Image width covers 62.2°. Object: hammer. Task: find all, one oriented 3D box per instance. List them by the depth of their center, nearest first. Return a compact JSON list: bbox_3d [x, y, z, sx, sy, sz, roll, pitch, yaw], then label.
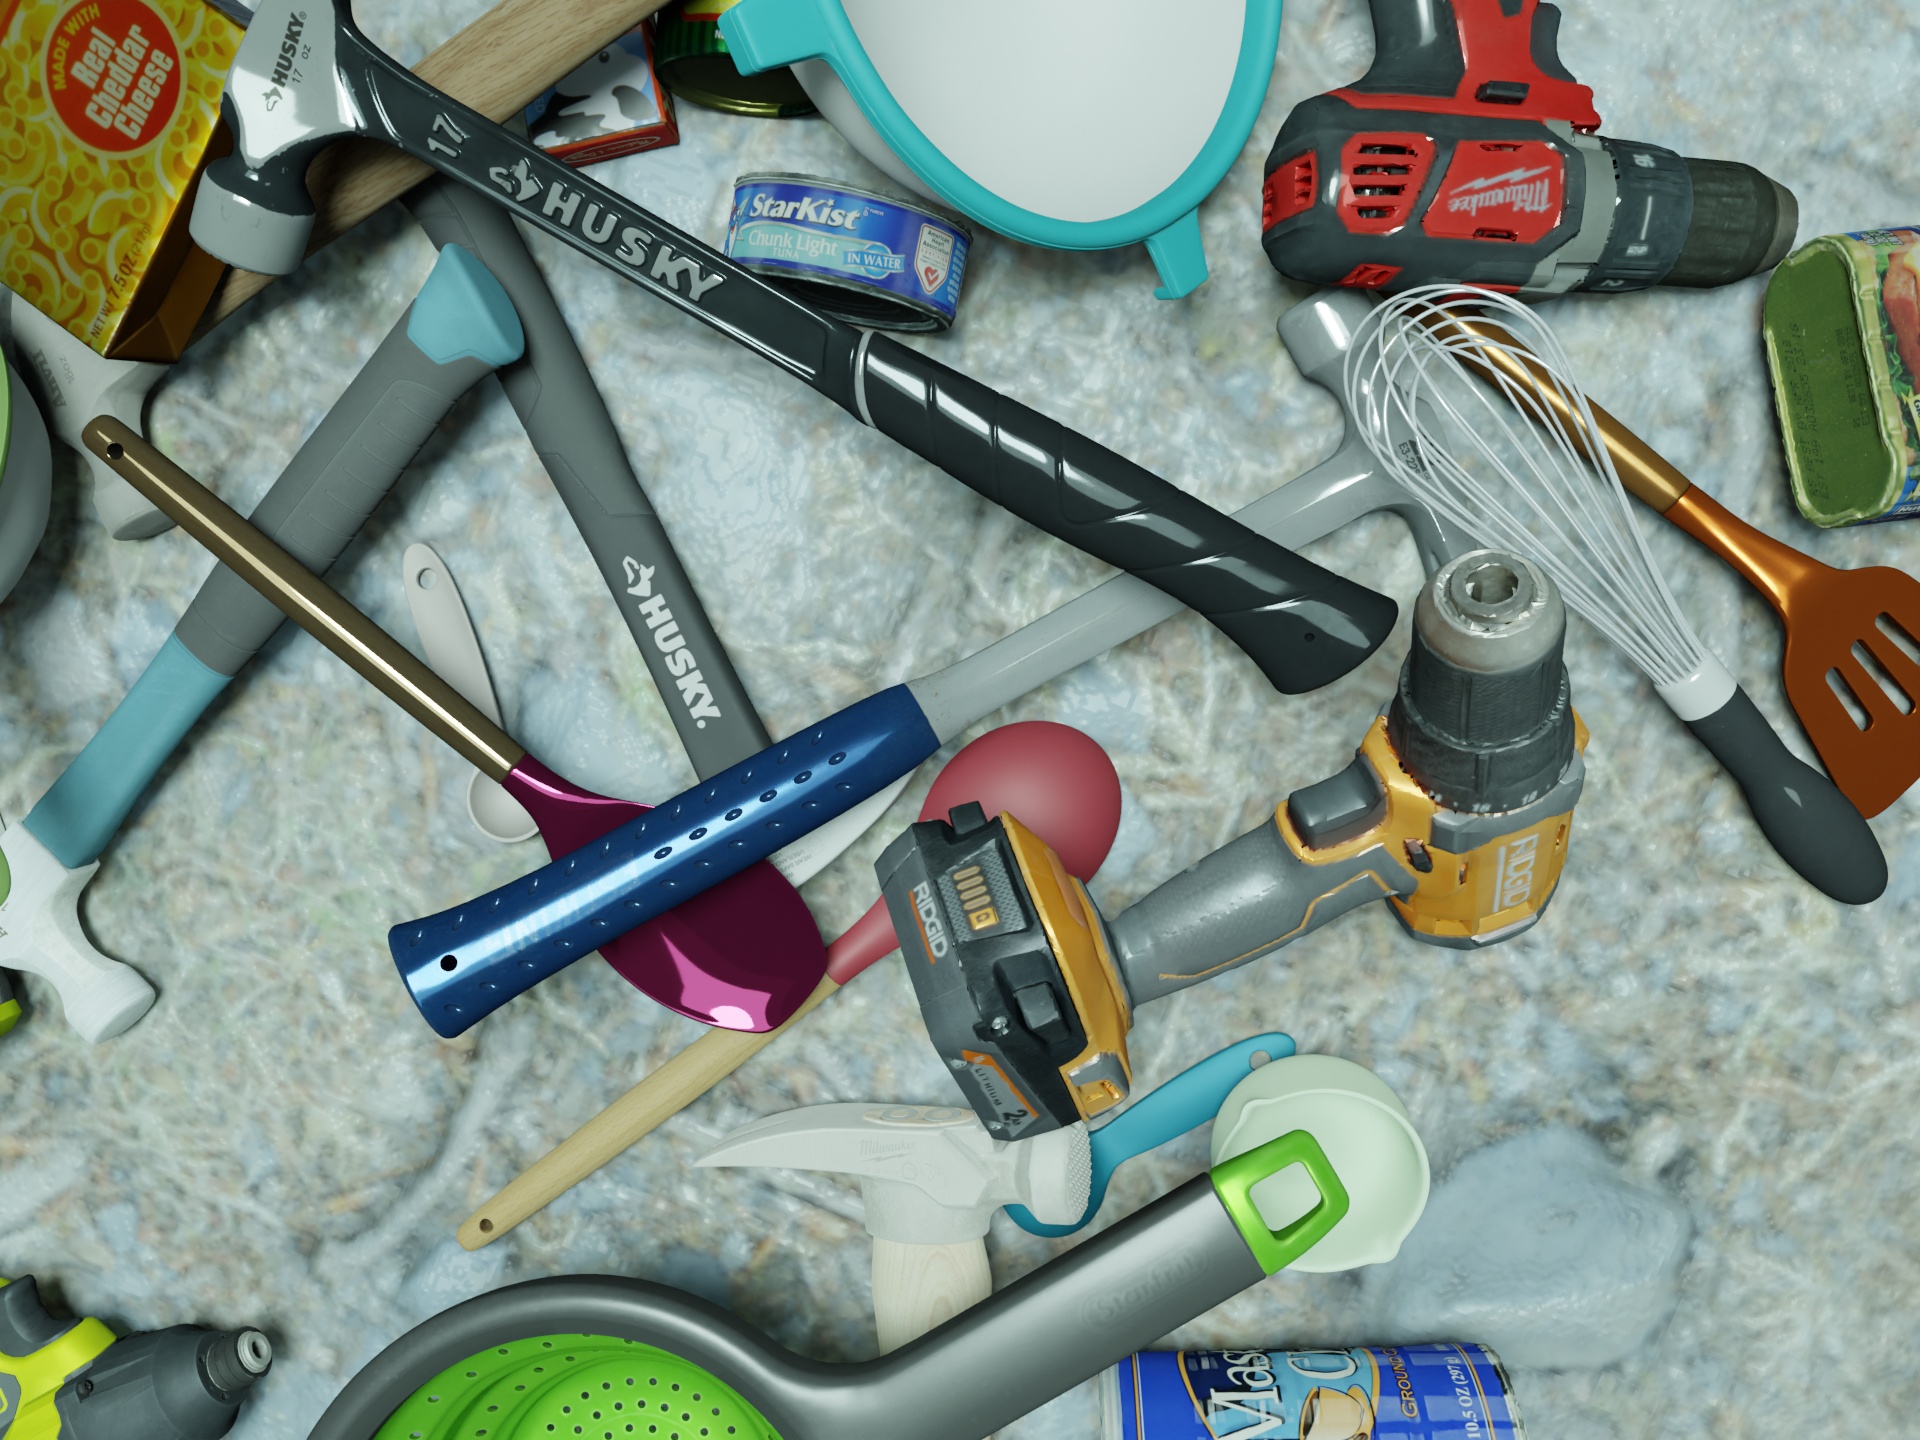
[{"bbox_3d":[-0.043,-0.124,0.510,0.409,0.036,0.149,29,114,-2],"label":"hammer"},{"bbox_3d":[-0.001,-0.002,0.554,0.405,0.035,0.144,-29,91,-7],"label":"hammer"},{"bbox_3d":[-0.215,-0.199,0.567,0.331,0.031,0.130,-28,89,17],"label":"hammer"},{"bbox_3d":[-0.272,-0.035,0.593,0.128,0.033,0.331,43,102,2],"label":"hammer"},{"bbox_3d":[-0.130,-0.088,0.596,0.146,0.035,0.335,-26,90,5],"label":"hammer"},{"bbox_3d":[-0.014,0.347,0.600,0.146,0.038,0.410,-2,95,17],"label":"hammer"}]

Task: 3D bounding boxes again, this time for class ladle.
[{"bbox_3d":[-0.070,0.109,0.606,0.315,0.031,0.069,-37,90,6],"label":"ladle"}]

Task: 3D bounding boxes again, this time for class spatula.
[{"bbox_3d":[0.236,-0.094,0.577,0.322,0.041,0.081,41,93,6],"label":"spatula"}]

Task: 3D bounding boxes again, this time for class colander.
[{"bbox_3d":[-0.051,0.245,0.546,0.397,0.094,0.204,-30,85,0],"label":"colander"}]

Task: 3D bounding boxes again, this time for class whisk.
[{"bbox_3d":[0.233,-0.035,0.548,0.070,0.070,0.284,-43,102,5],"label":"whisk"}]

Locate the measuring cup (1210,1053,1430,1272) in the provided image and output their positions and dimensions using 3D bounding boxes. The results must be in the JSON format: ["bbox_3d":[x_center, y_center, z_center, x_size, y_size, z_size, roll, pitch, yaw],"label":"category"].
[{"bbox_3d":[0.095,0.185,0.593,0.167,0.038,0.083,-39,102,17],"label":"measuring cup"}]

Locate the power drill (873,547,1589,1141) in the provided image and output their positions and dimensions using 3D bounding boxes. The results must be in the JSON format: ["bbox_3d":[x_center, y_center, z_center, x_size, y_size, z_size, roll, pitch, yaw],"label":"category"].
[{"bbox_3d":[0.091,0.041,0.508,0.226,0.185,0.084,-21,55,0],"label":"power drill"}]

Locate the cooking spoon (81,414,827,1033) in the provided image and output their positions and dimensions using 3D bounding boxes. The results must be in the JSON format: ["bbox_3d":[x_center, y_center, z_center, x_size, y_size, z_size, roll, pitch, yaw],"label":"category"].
[{"bbox_3d":[-0.178,0.000,0.565,0.319,0.017,0.068,40,100,-6],"label":"cooking spoon"}]

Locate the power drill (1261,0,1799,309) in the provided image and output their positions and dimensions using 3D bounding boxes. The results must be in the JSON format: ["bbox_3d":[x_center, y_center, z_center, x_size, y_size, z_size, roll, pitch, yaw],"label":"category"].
[{"bbox_3d":[0.199,-0.254,0.539,0.188,0.080,0.226,0,94,-11],"label":"power drill"}]

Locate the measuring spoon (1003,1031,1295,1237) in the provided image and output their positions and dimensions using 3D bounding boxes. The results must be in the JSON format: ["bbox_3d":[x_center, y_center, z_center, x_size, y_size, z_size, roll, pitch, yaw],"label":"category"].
[{"bbox_3d":[0.071,0.154,0.597,0.128,0.021,0.042,-32,90,6],"label":"measuring spoon"}]

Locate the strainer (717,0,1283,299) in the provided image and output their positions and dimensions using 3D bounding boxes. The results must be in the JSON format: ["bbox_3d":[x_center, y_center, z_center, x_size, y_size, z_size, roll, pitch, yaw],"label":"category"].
[{"bbox_3d":[0.017,-0.321,0.535,0.210,0.095,0.340,15,83,-38],"label":"strainer"}]

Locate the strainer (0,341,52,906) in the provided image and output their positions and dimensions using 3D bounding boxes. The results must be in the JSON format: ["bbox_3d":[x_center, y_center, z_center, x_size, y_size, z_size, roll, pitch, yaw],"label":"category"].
[{"bbox_3d":[-0.363,-0.041,0.573,0.151,0.069,0.257,-33,69,11],"label":"strainer"}]

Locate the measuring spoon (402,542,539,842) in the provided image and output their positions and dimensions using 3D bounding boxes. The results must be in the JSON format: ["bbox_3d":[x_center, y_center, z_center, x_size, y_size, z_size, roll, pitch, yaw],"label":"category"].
[{"bbox_3d":[-0.188,-0.011,0.616,0.034,0.018,0.124,-23,84,5],"label":"measuring spoon"}]

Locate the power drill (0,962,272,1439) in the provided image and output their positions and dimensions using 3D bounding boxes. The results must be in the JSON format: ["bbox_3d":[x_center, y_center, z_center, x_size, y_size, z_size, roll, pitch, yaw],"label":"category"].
[{"bbox_3d":[-0.382,0.208,0.609,0.171,0.080,0.223,-29,94,6],"label":"power drill"}]
